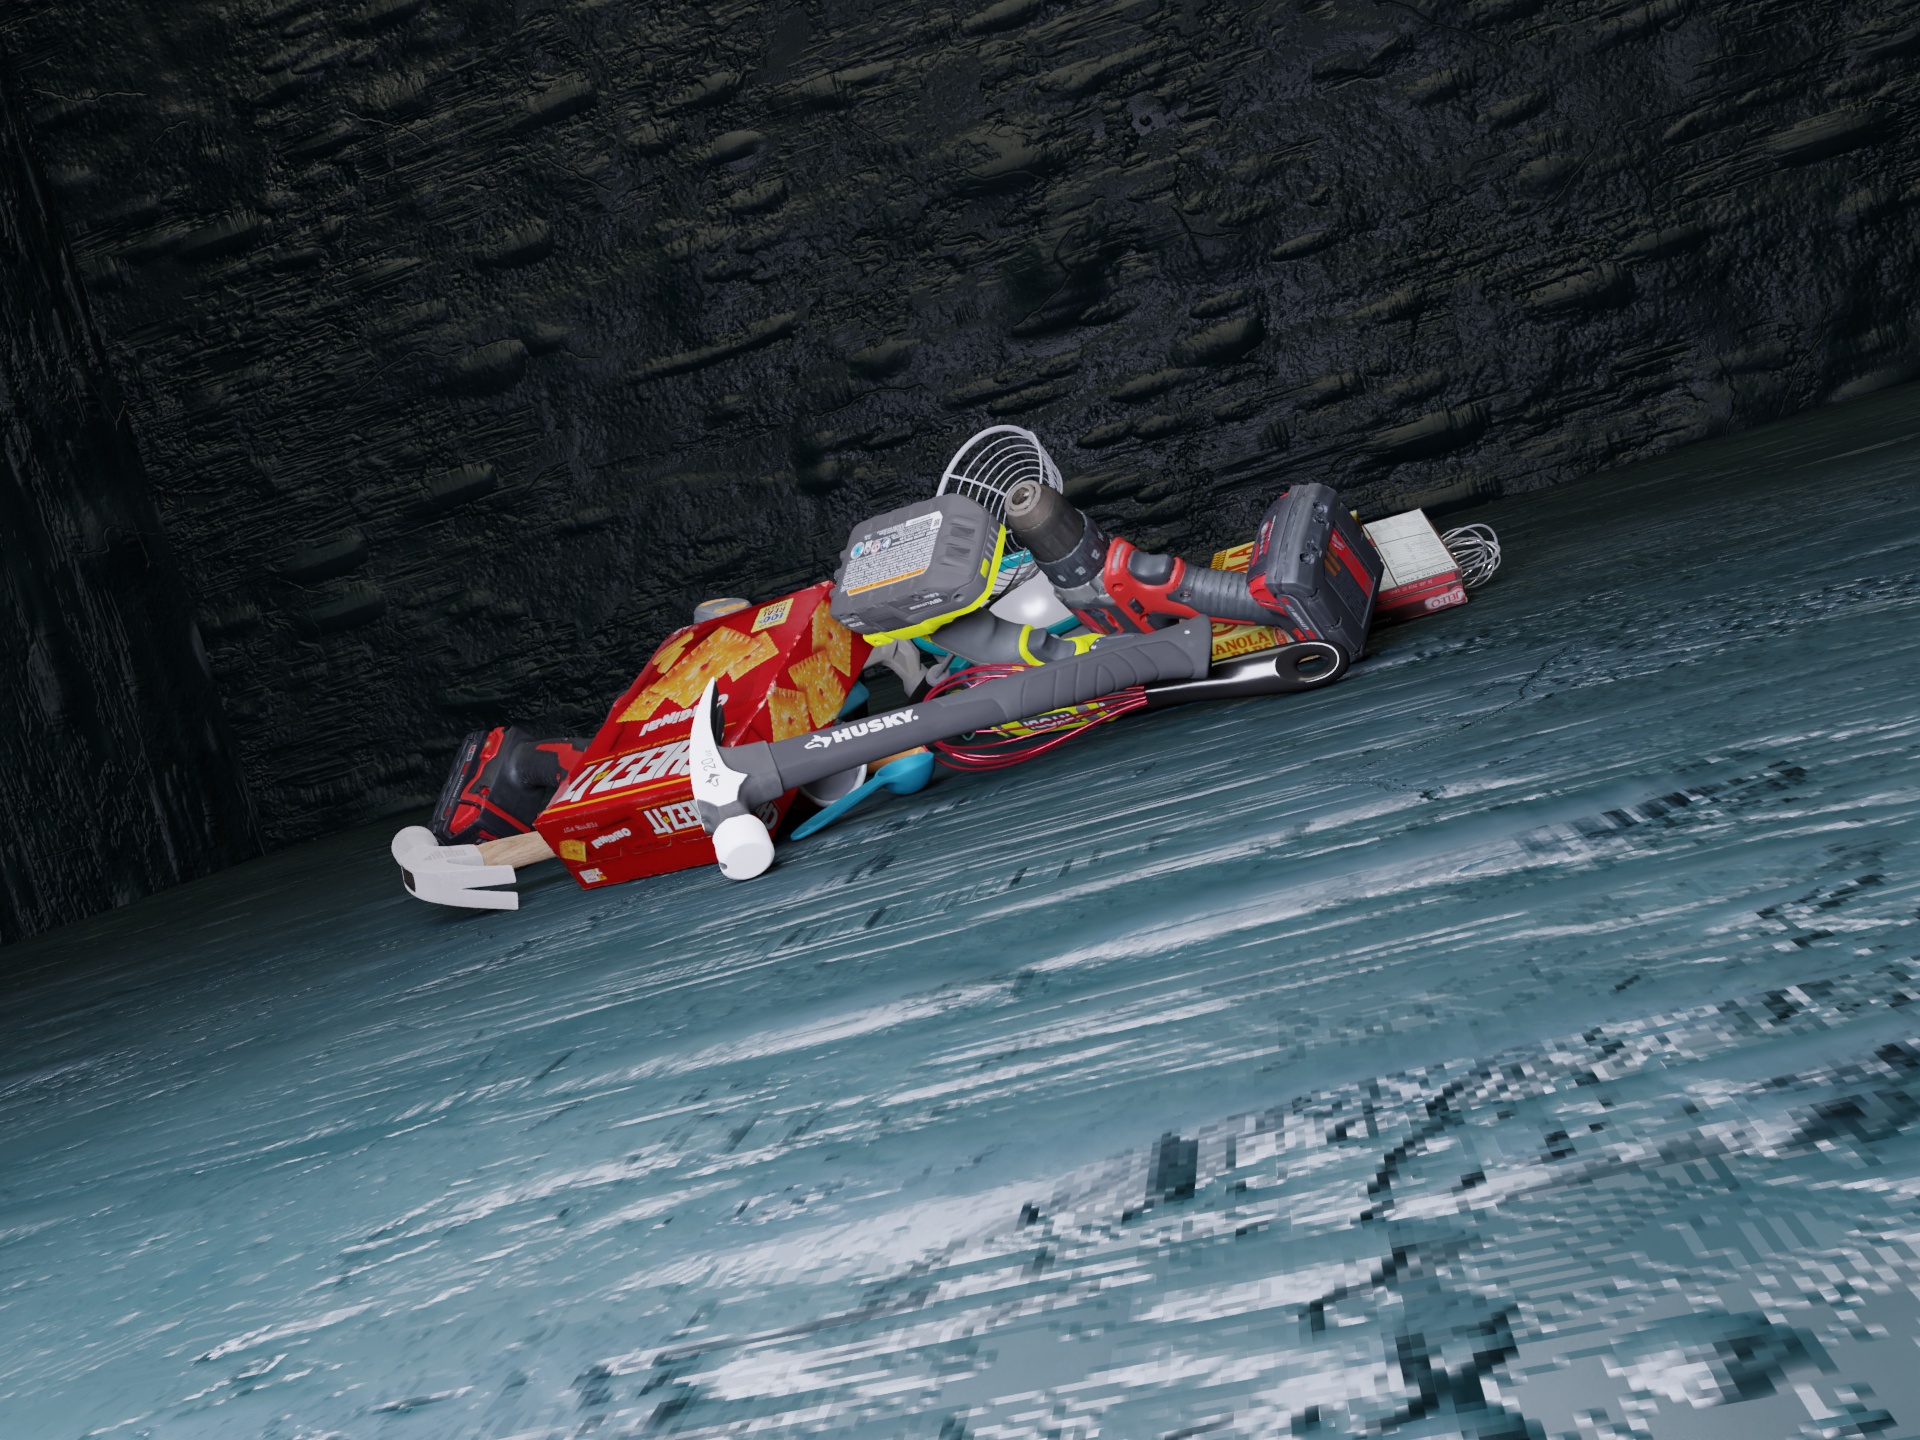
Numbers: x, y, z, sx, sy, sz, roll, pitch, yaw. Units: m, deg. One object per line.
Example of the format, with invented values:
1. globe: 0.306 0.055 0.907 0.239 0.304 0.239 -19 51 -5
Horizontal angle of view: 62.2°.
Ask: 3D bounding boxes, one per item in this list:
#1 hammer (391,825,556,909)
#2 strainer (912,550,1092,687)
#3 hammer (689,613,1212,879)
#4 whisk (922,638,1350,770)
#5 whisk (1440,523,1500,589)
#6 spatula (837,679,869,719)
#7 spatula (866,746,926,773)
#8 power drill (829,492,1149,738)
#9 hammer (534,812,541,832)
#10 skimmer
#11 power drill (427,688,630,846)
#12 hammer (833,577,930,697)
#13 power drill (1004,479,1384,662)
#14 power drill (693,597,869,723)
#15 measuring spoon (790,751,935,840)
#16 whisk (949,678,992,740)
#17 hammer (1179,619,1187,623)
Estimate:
1. hammer: -0.237 0.075 1.167 0.331 0.031 0.130 -14 20 -25
2. strainer: 0.051 -0.100 1.525 0.211 0.095 0.341 -23 24 -6
3. hammer: 0.000 -0.008 0.960 0.334 0.035 0.146 -17 42 -11
4. whisk: 0.104 -0.017 1.036 0.296 0.073 0.073 -9 7 21
5. whisk: 0.355 -0.109 1.347 0.246 0.059 0.058 -22 33 -15
6. spatula: -0.186 0.028 1.310 0.044 0.082 0.317 -54 -6 36
7. spatula: -0.138 0.037 1.363 0.081 0.041 0.323 -26 11 -40
8. power drill: 0.041 -0.063 1.109 0.190 0.080 0.228 -11 -33 44
9. hammer: -0.311 0.069 1.622 0.386 0.038 0.143 -19 6 -32
10. skimmer: -0.015 -0.088 1.270 0.127 0.090 0.363 -33 -12 -33
11. power drill: -0.329 0.058 1.305 0.220 0.143 0.078 -12 -39 34
12. hammer: -0.163 -0.029 1.322 0.359 0.149 0.036 -27 -20 -51
13. power drill: 0.154 -0.108 1.096 0.227 0.080 0.187 2 -26 39
14. power drill: -0.179 -0.013 1.547 0.084 0.185 0.226 -19 24 -34
15. measuring spoon: -0.062 0.056 1.042 0.042 0.021 0.128 -7 19 46
16. whisk: -0.001 -0.003 1.416 0.047 0.051 0.245 4 -4 -11
17. hammer: 0.187 -0.091 1.527 0.146 0.038 0.410 -18 -2 -31
